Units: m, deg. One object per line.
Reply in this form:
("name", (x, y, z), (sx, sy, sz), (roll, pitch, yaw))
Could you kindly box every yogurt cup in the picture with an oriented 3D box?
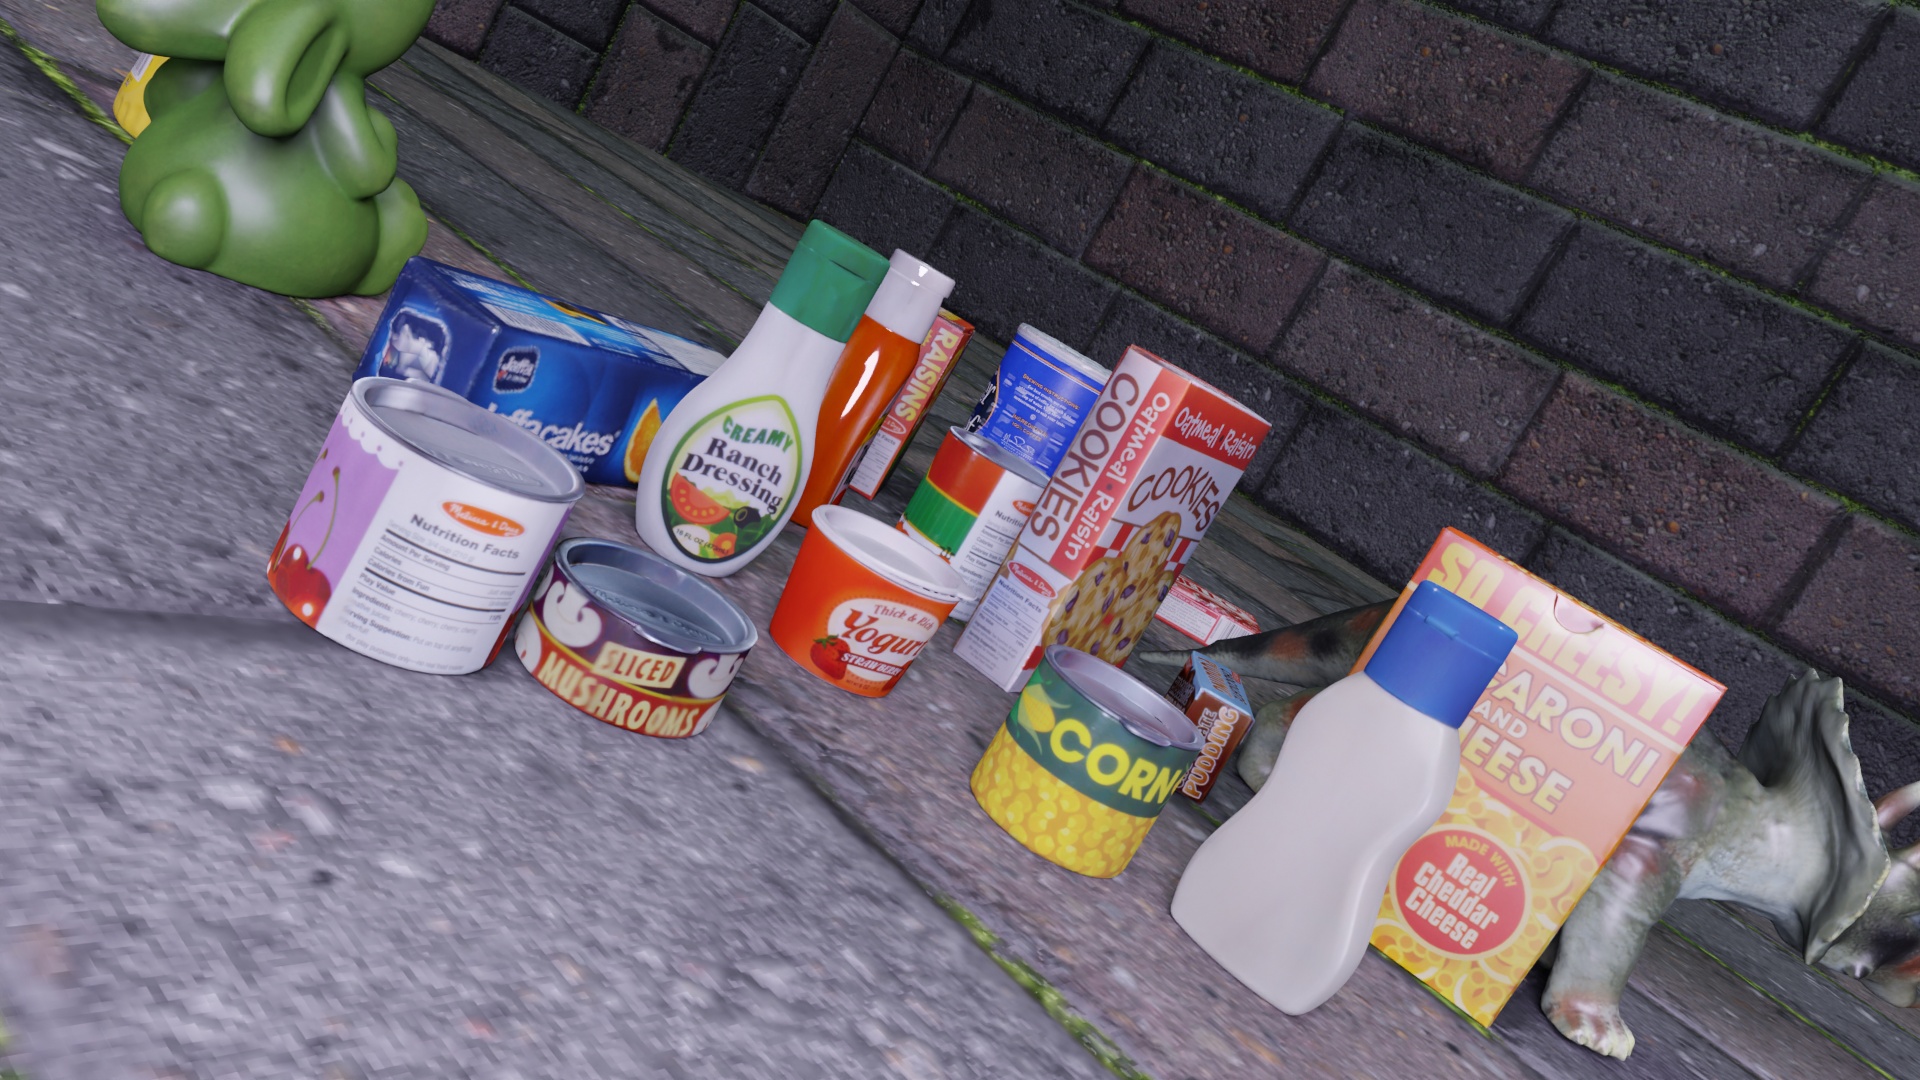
("yogurt cup", (-0.039, 0.025, 0.546), (0.072, 0.054, 0.072), (29, 11, -6))

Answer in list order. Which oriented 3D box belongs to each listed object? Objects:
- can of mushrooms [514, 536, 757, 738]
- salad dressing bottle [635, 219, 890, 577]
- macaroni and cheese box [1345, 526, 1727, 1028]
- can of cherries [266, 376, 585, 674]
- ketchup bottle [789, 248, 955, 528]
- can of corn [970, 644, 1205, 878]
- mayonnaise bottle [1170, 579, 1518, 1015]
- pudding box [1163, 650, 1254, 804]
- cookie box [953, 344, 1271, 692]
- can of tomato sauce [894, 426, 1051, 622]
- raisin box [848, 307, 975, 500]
("can of mushrooms", (-0.099, 0.030, 0.423), (0.071, 0.033, 0.071), (29, 11, -6))
("salad dressing bottle", (-0.080, -0.058, 0.566), (0.064, 0.147, 0.044), (26, 11, -23))
("macaroni and cheese box", (0.215, 0.096, 0.584), (0.124, 0.166, 0.040), (34, 11, 23))
("can of cherries", (-0.148, -0.005, 0.387), (0.071, 0.058, 0.071), (29, 11, -6))
("ketchup bottle", (-0.055, -0.080, 0.731), (0.043, 0.148, 0.065), (29, 10, -7))
("can of corn", (0.046, 0.080, 0.502), (0.071, 0.058, 0.071), (29, 11, -6))
("mayonnaise bottle", (0.134, 0.085, 0.474), (0.065, 0.147, 0.041), (36, 12, 32))
("pudding box", (0.115, 0.088, 0.671), (0.030, 0.049, 0.084), (30, 11, 2))
("cookie box", (0.078, -0.006, 0.687), (0.040, 0.167, 0.123), (35, 12, 27))
("can of tomato sauce", (0.003, -0.009, 0.732), (0.071, 0.083, 0.071), (29, 10, -6))
("raisin box", (-0.038, -0.093, 0.899), (0.040, 0.123, 0.086), (30, 10, 0))
